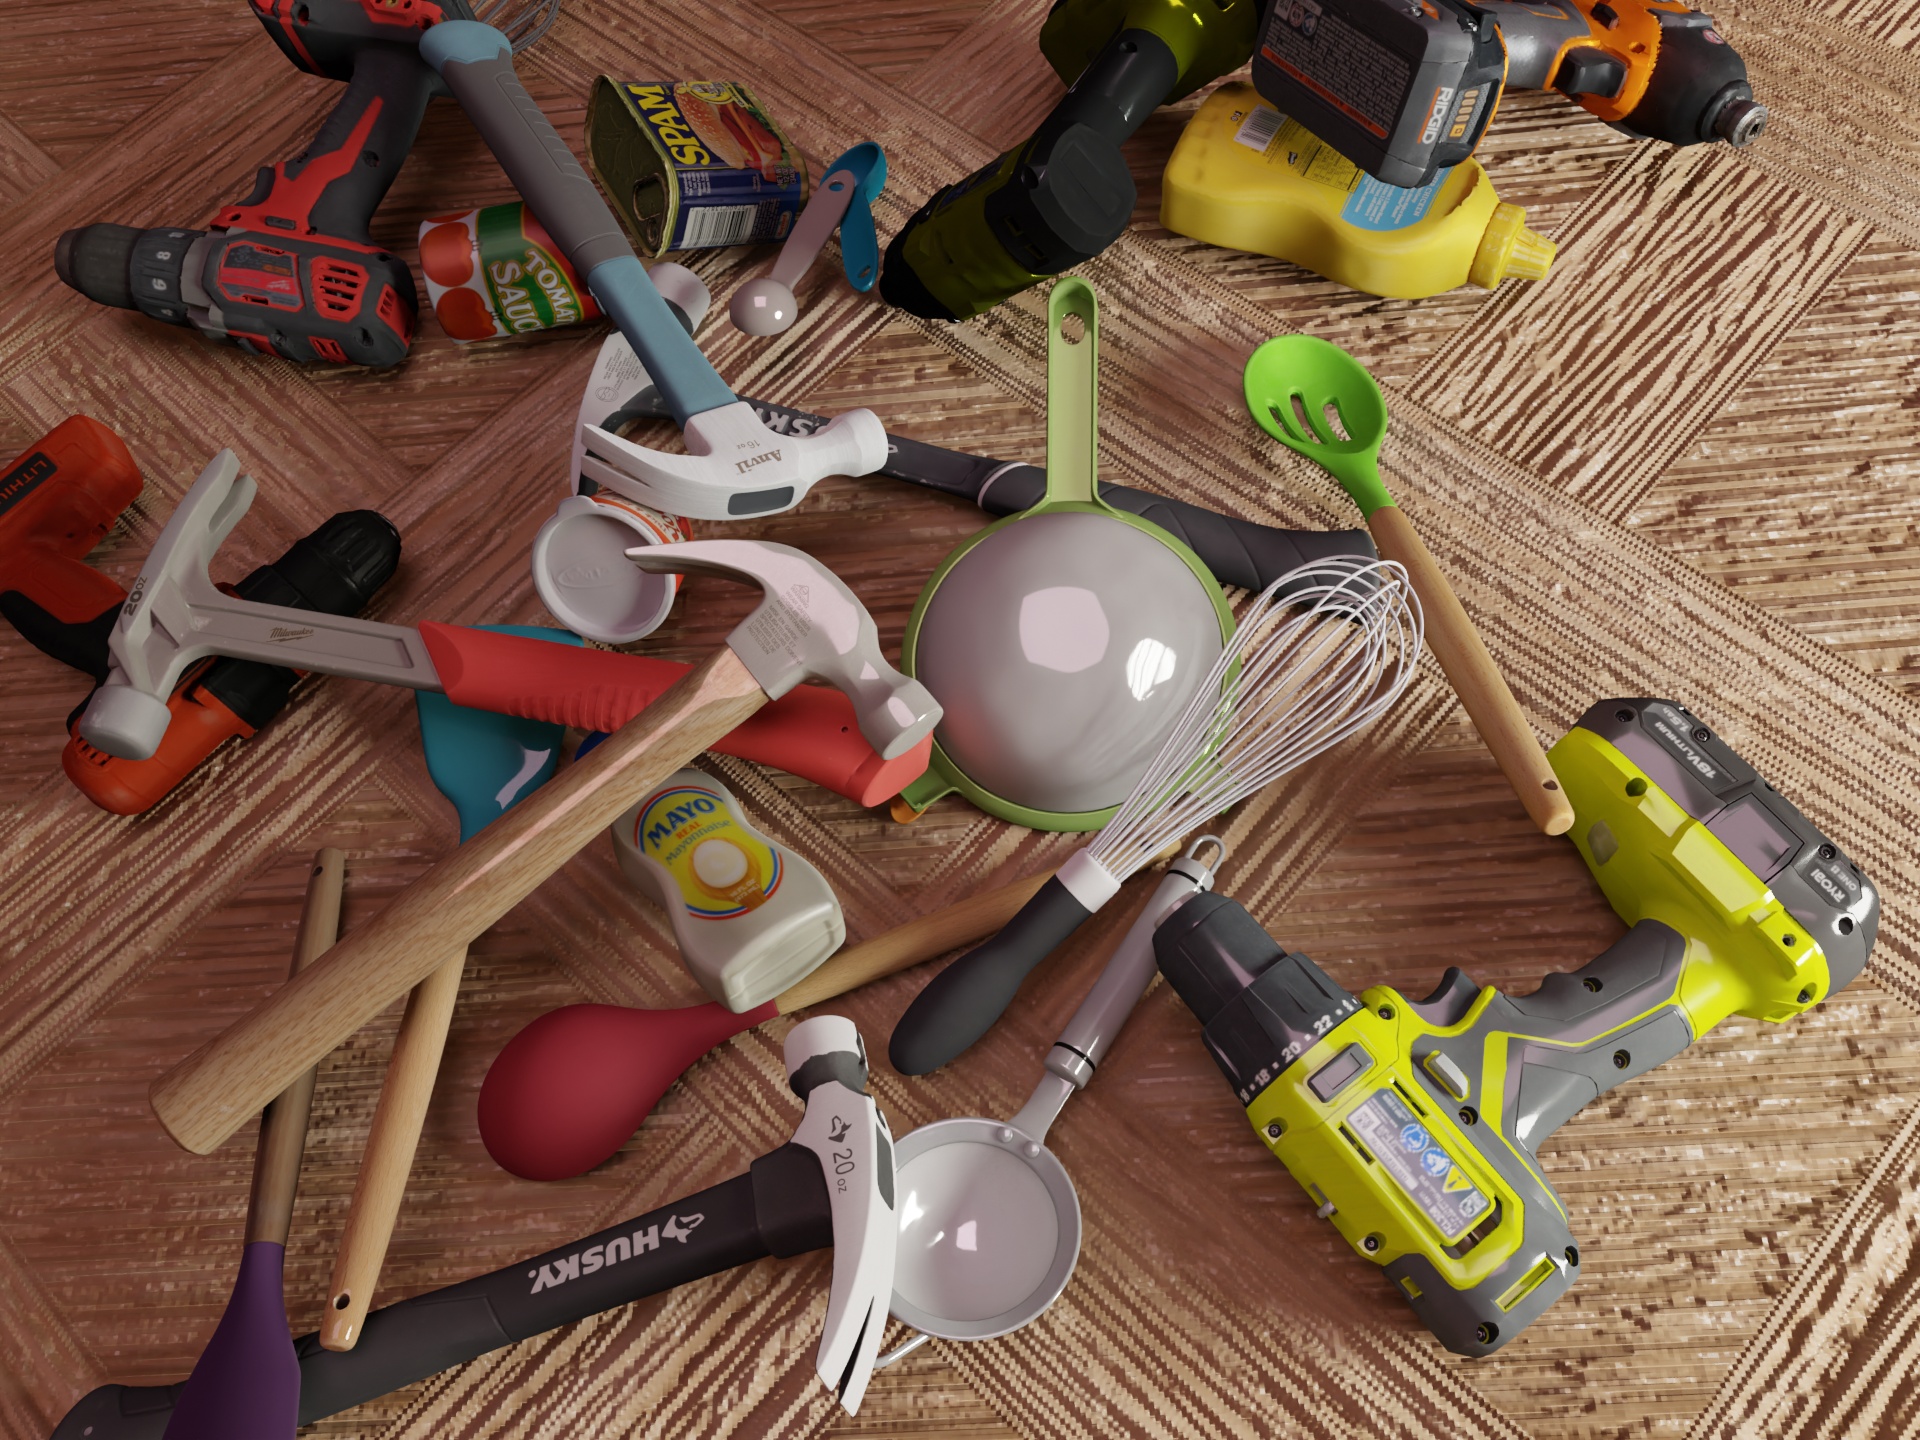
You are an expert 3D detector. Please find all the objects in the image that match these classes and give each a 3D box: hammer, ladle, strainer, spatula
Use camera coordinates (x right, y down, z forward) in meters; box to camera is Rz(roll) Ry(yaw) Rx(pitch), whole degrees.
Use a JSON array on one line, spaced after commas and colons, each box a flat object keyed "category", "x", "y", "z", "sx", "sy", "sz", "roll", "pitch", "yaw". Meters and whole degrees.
[{"category": "hammer", "x": -0.173, "y": -0.225, "z": 0.768, "sx": 0.128, "sy": 0.033, "sz": 0.331, "roll": -24, "pitch": 67, "yaw": -27}, {"category": "ladle", "x": -0.053, "y": 0.108, "z": 0.662, "sx": 0.315, "sy": 0.031, "sz": 0.069, "roll": -21, "pitch": 65, "yaw": -7}, {"category": "strainer", "x": 0.047, "y": -0.082, "z": 0.689, "sx": 0.151, "sy": 0.069, "sz": 0.256, "roll": 0, "pitch": 79, "yaw": 6}, {"category": "spatula", "x": -0.219, "y": 0.094, "z": 0.659, "sx": 0.082, "sy": 0.044, "sz": 0.318, "roll": 1, "pitch": 52, "yaw": 2}, {"category": "spatula", "x": -0.267, "y": 0.180, "z": 0.614, "sx": 0.060, "sy": 0.018, "sz": 0.316, "roll": -17, "pitch": 49, "yaw": 10}, {"category": "hammer", "x": -0.181, "y": 0.225, "z": 0.584, "sx": 0.335, "sy": 0.035, "sz": 0.146, "roll": -21, "pitch": 40, "yaw": 2}, {"category": "strainer", "x": 0.040, "y": 0.144, "z": 0.625, "sx": 0.087, "sy": 0.050, "sz": 0.258, "roll": 26, "pitch": 63, "yaw": 23}, {"category": "hammer", "x": 0.000, "y": -0.114, "z": 0.765, "sx": 0.409, "sy": 0.036, "sz": 0.149, "roll": 17, "pitch": 67, "yaw": 14}, {"category": "hammer", "x": -0.187, "y": -0.027, "z": 0.685, "sx": 0.359, "sy": 0.036, "sz": 0.149, "roll": 9, "pitch": 63, "yaw": 8}, {"category": "hammer", "x": -0.174, "y": 0.049, "z": 0.622, "sx": 0.331, "sy": 0.031, "sz": 0.130, "roll": -38, "pitch": 78, "yaw": -4}]

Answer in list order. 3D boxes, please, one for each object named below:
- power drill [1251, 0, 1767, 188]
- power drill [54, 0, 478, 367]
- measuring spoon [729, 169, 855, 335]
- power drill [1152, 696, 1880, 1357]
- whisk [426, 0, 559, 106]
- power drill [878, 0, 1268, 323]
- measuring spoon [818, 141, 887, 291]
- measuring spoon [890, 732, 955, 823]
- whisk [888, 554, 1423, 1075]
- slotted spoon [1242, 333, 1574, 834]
[{"category": "power drill", "x": 0.276, "y": -0.321, "z": 0.777, "sx": 0.226, "sy": 0.084, "sz": 0.164, "roll": -16, "pitch": 50, "yaw": -28}, {"category": "power drill", "x": -0.368, "y": -0.306, "z": 0.853, "sx": 0.188, "sy": 0.080, "sz": 0.227, "roll": 11, "pitch": 80, "yaw": 4}, {"category": "measuring spoon", "x": -0.083, "y": -0.245, "z": 0.812, "sx": 0.034, "sy": 0.018, "sz": 0.124, "roll": 18, "pitch": 61, "yaw": 12}, {"category": "power drill", "x": 0.206, "y": 0.095, "z": 0.609, "sx": 0.228, "sy": 0.080, "sz": 0.191, "roll": -36, "pitch": 69, "yaw": -10}, {"category": "whisk", "x": -0.312, "y": -0.370, "z": 0.925, "sx": 0.055, "sy": 0.055, "sz": 0.239, "roll": 32, "pitch": 75, "yaw": 20}, {"category": "power drill", "x": 0.053, "y": -0.296, "z": 0.799, "sx": 0.080, "sy": 0.171, "sz": 0.223, "roll": 44, "pitch": 65, "yaw": -23}, {"category": "measuring spoon", "x": -0.050, "y": -0.260, "z": 0.839, "sx": 0.042, "sy": 0.021, "sz": 0.129, "roll": -27, "pitch": 47, "yaw": 21}, {"category": "measuring spoon", "x": -0.001, "y": -0.002, "z": 0.723, "sx": 0.021, "sy": 0.011, "sz": 0.117, "roll": 27, "pitch": 72, "yaw": 6}, {"category": "whisk", "x": 0.075, "y": 0.042, "z": 0.636, "sx": 0.284, "sy": 0.070, "sz": 0.070, "roll": -45, "pitch": 66, "yaw": 5}, {"category": "slotted spoon", "x": 0.189, "y": -0.070, "z": 0.682, "sx": 0.070, "sy": 0.031, "sz": 0.314, "roll": -3, "pitch": 45, "yaw": -10}]
